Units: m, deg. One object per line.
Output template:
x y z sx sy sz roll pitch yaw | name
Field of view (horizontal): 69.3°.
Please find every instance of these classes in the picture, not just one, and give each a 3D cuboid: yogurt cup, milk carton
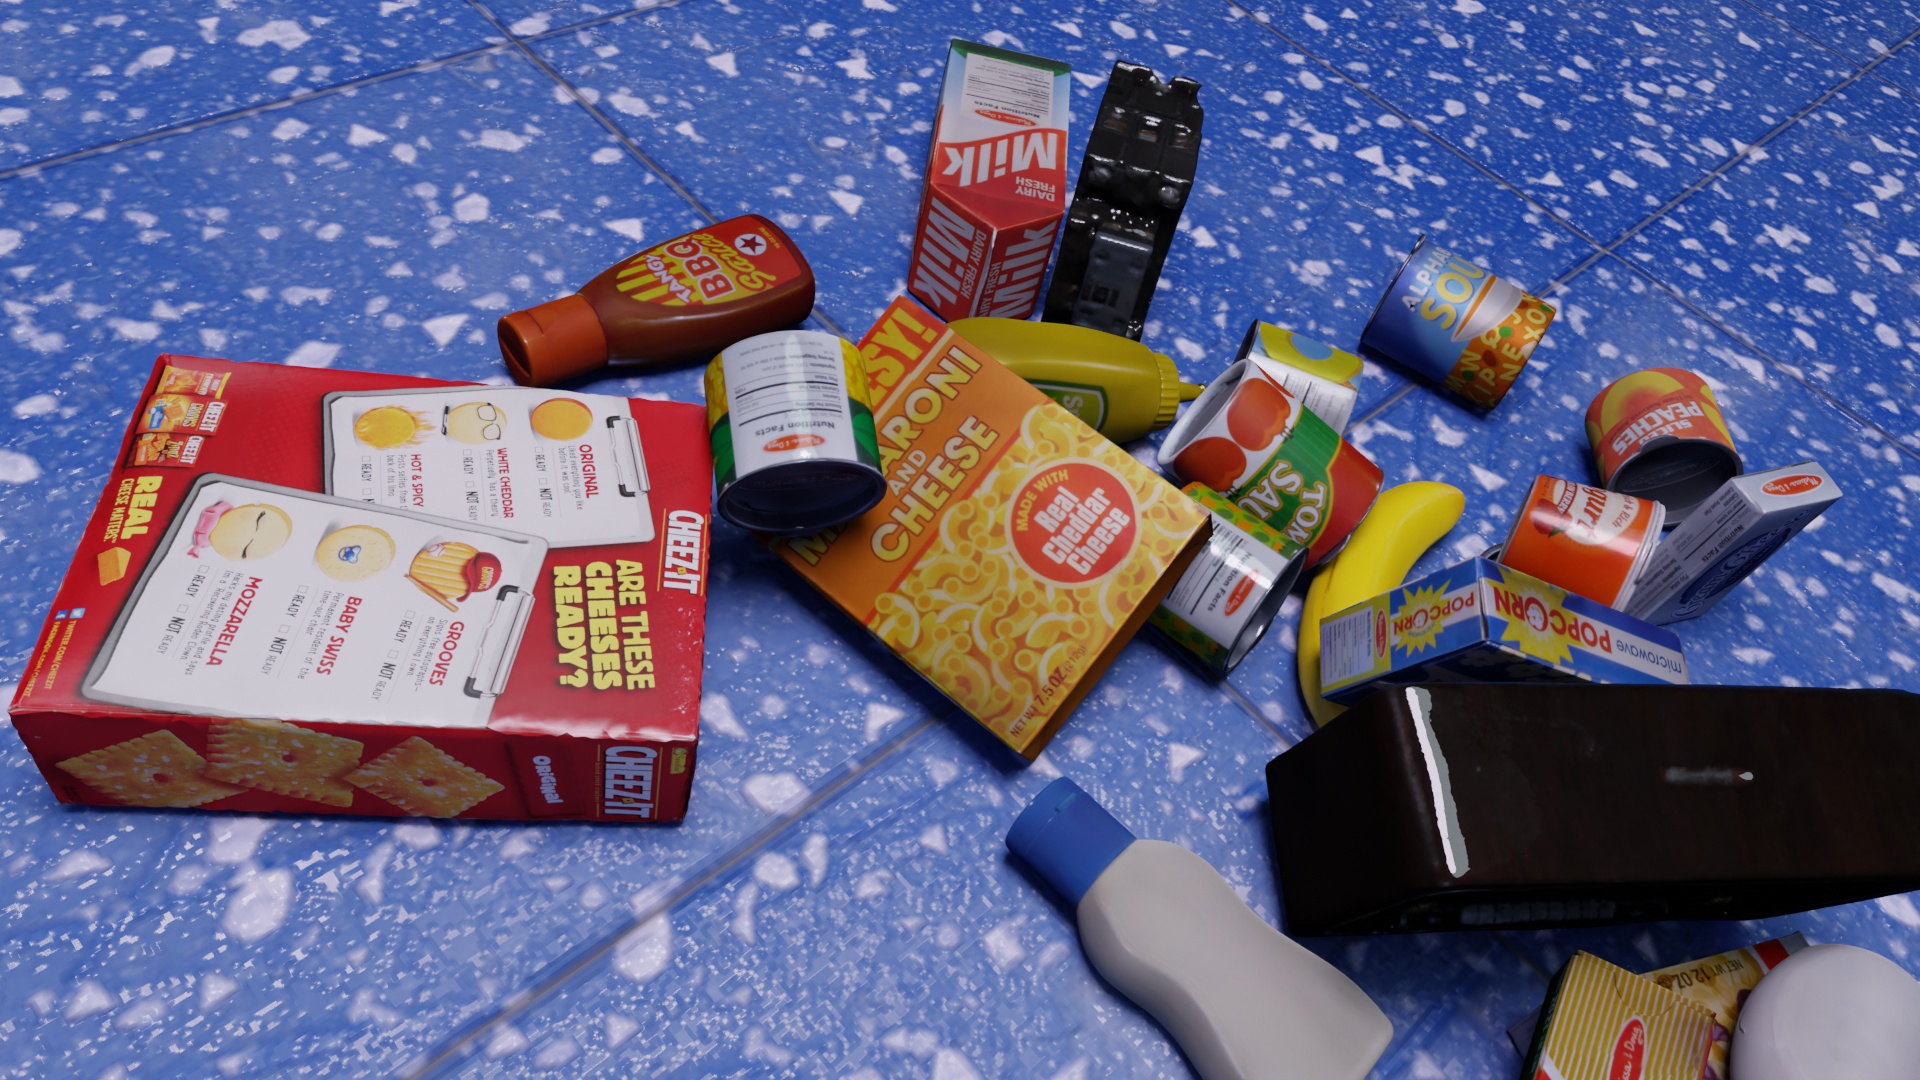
0.275 0.005 0.625 0.054 0.072 0.073 24 48 17 | yogurt cup
0.016 -0.191 0.764 0.073 0.072 0.191 11 47 -6 | milk carton

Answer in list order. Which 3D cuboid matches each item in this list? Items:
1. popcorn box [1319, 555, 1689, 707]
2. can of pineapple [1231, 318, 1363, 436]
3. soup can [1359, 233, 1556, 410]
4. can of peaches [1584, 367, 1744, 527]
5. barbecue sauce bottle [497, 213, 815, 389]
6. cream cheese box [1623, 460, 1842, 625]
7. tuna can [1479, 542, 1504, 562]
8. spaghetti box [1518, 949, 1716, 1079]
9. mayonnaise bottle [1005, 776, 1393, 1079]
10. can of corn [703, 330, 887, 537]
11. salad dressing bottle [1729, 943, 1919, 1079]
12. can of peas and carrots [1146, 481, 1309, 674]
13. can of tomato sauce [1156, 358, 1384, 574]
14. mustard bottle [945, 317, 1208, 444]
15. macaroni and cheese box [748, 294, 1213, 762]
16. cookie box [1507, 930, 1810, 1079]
0.224 0.052 0.573 0.127 0.085 0.038 18 61 -26 | popcorn box
0.164 -0.073 0.705 0.058 0.070 0.071 21 48 3 | can of pineapple
0.278 -0.122 0.774 0.084 0.071 0.072 32 50 12 | soup can
0.372 -0.051 0.739 0.071 0.070 0.058 12 47 -5 | can of peaches
-0.146 -0.112 0.671 0.149 0.043 0.065 -27 62 -32 | barbecue sauce bottle
0.363 0.004 0.667 0.053 0.103 0.024 -9 58 -21 | cream cheese box
0.271 0.036 0.662 0.071 0.032 0.071 8 49 -9 | tuna can
0.176 0.247 0.427 0.050 0.028 0.251 24 57 19 | spaghetti box
0.081 0.149 0.509 0.148 0.041 0.065 40 51 21 | mayonnaise bottle
-0.067 -0.041 0.552 0.071 0.071 0.058 -3 67 -18 | can of corn
0.284 0.202 0.461 0.064 0.043 0.148 35 51 15 | salad dressing bottle
0.111 0.016 0.615 0.059 0.070 0.071 34 50 19 | can of peas and carrots
0.143 -0.033 0.648 0.083 0.071 0.071 39 49 -7 | can of tomato sauce
0.056 -0.074 0.680 0.160 0.065 0.049 -2 47 -21 | mustard bottle
0.002 -0.007 0.585 0.167 0.040 0.124 38 85 18 | macaroni and cheese box
0.295 0.234 0.492 0.123 0.040 0.168 -6 52 -20 | cookie box
